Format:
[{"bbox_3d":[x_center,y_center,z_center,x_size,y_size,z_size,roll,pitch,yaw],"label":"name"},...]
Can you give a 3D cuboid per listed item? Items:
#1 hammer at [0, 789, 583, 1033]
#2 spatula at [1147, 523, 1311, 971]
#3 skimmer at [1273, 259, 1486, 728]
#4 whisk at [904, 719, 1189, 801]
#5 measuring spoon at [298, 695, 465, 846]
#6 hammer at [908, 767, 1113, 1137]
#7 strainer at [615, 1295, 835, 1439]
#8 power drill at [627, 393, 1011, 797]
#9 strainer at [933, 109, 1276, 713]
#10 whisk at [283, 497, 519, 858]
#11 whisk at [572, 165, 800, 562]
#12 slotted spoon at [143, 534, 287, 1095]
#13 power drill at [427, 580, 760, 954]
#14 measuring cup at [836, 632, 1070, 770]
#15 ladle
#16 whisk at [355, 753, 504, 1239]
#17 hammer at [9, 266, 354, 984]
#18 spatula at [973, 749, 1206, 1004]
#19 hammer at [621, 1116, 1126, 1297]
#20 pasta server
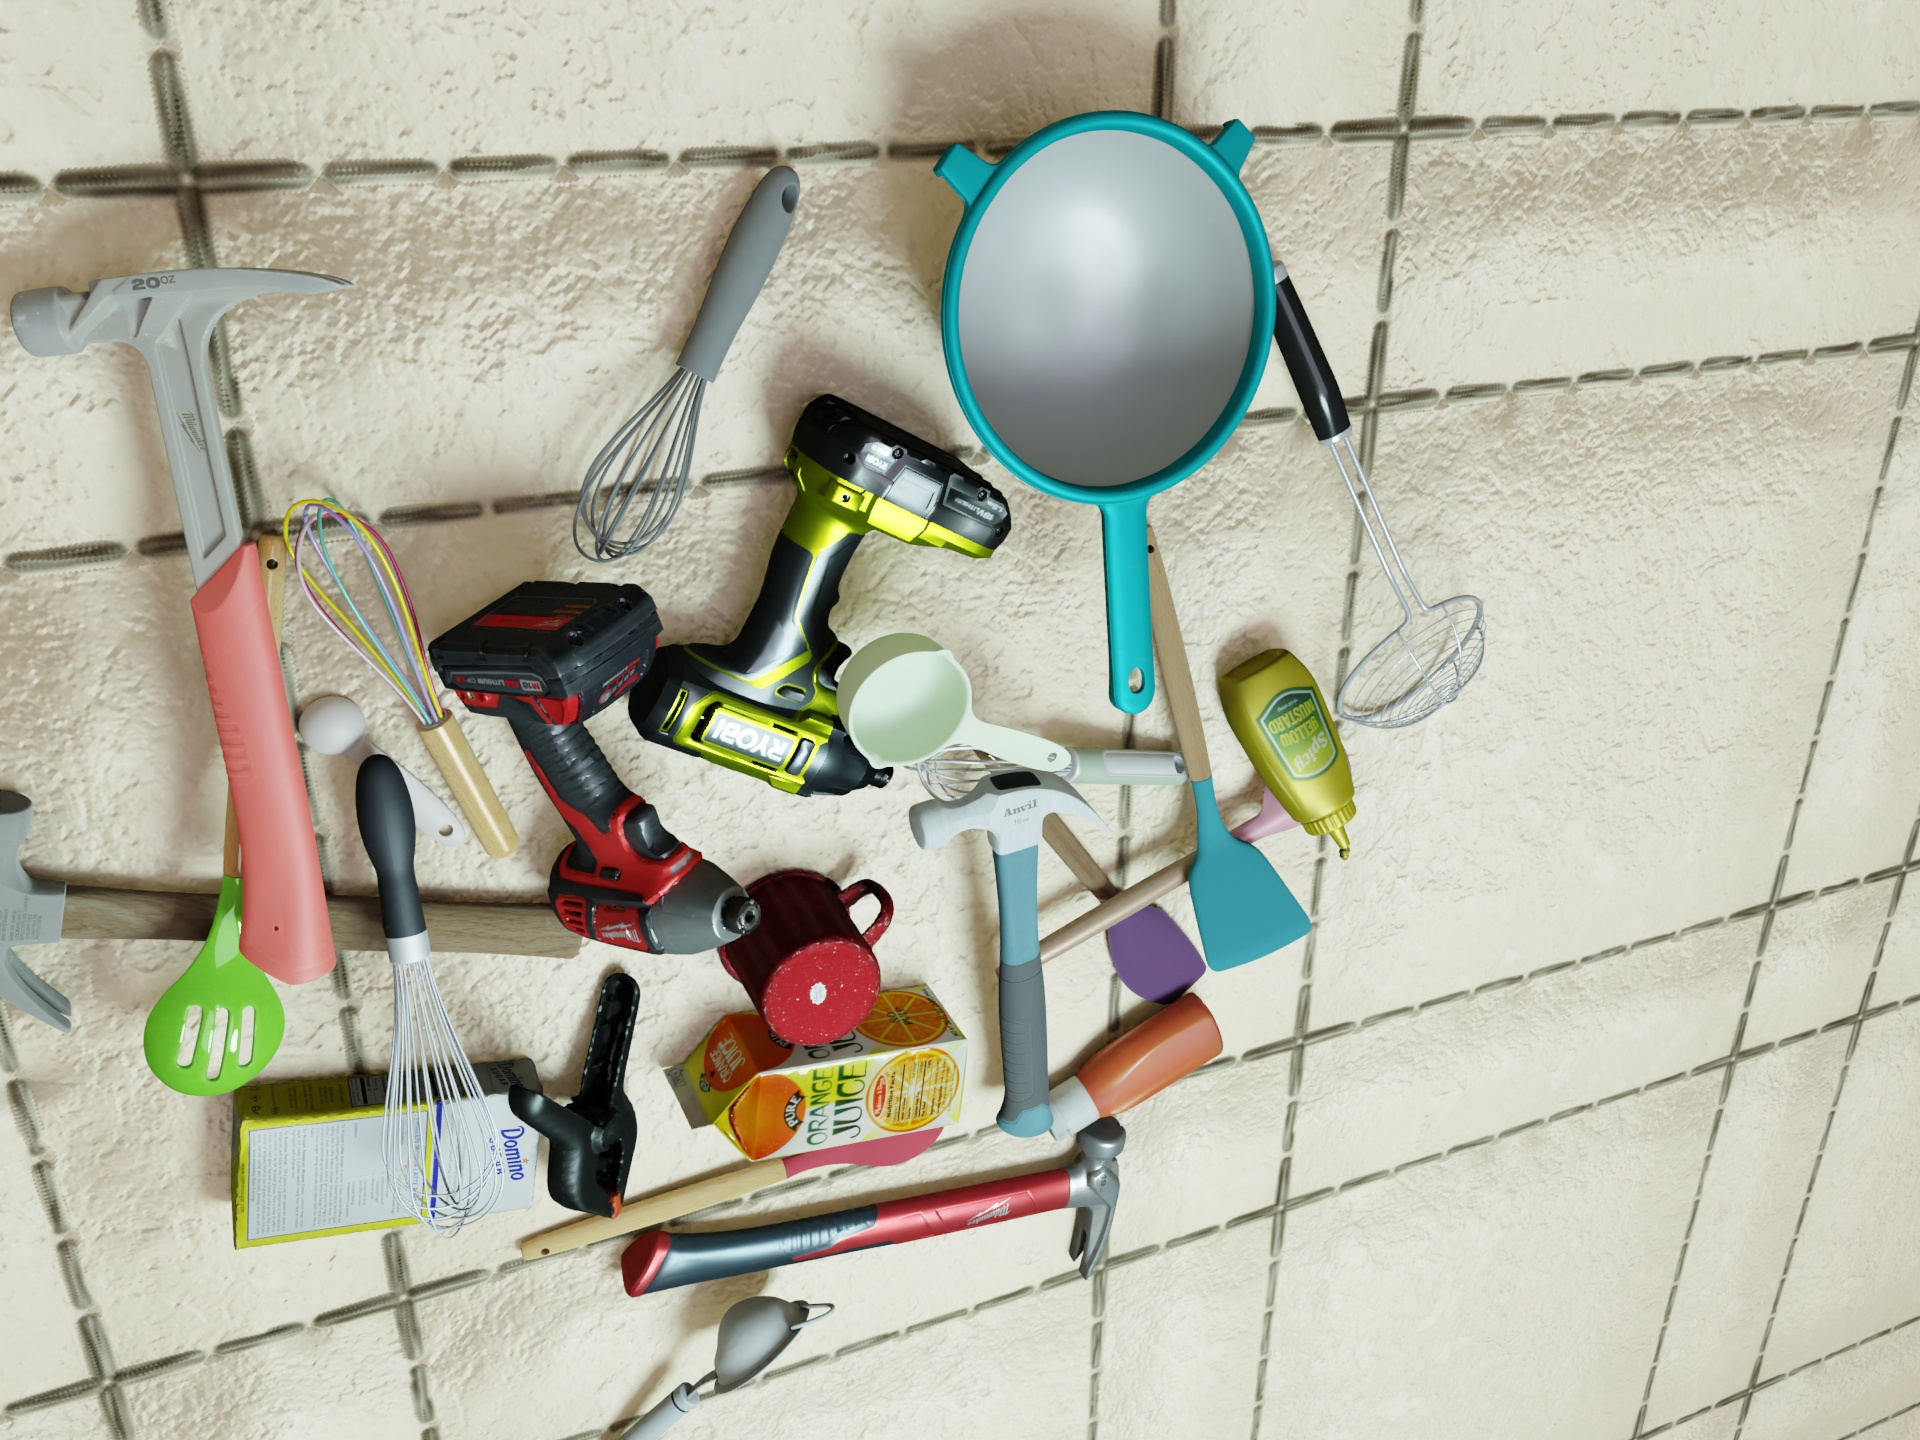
[{"bbox_3d":[-0.380,0.116,0.905,0.331,0.031,0.130,7,110,-28],"label":"hammer"},{"bbox_3d":[0.165,0.018,1.086,0.082,0.044,0.317,-21,110,-11],"label":"spatula"},{"bbox_3d":[0.265,-0.146,1.092,0.127,0.090,0.363,-32,113,-5],"label":"skimmer"},{"bbox_3d":[0.065,0.029,1.054,0.246,0.059,0.058,3,72,-39],"label":"whisk"},{"bbox_3d":[-0.323,0.035,0.901,0.034,0.018,0.124,-40,124,-4],"label":"measuring spoon"},{"bbox_3d":[0.039,0.168,1.074,0.128,0.033,0.330,-17,129,-17],"label":"hammer"},{"bbox_3d":[-0.194,0.481,1.142,0.050,0.087,0.258,45,105,-3],"label":"strainer"},{"bbox_3d":[-0.073,-0.063,0.944,0.171,0.080,0.223,22,106,-32],"label":"power drill"},{"bbox_3d":[0.075,-0.175,0.934,0.211,0.095,0.340,-14,111,-22],"label":"strainer"},{"bbox_3d":[-0.303,-0.018,0.876,0.047,0.051,0.244,-21,126,-6],"label":"whisk"},{"bbox_3d":[-0.147,-0.192,0.866,0.055,0.055,0.239,23,97,-32],"label":"whisk"},{"bbox_3d":[-0.384,0.057,0.847,0.070,0.031,0.313,5,99,-31],"label":"slotted spoon"},{"bbox_3d":[-0.194,0.036,0.887,0.078,0.143,0.219,-44,128,-42],"label":"power drill"},{"bbox_3d":[-0.002,-0.003,0.950,0.167,0.038,0.083,19,110,-37],"label":"measuring cup"},{"bbox_3d":[-0.149,0.321,1.116,0.315,0.031,0.069,-14,118,-17],"label":"ladle"},{"bbox_3d":[-0.307,0.158,0.899,0.070,0.070,0.284,-10,101,-21],"label":"whisk"},{"bbox_3d":[-0.350,-0.039,0.792,0.149,0.037,0.359,-6,107,-5],"label":"hammer"},{"bbox_3d":[0.090,0.110,1.135,0.060,0.018,0.315,-41,125,-3],"label":"spatula"},{"bbox_3d":[-0.058,0.387,1.183,0.386,0.038,0.143,-3,116,-24],"label":"hammer"},{"bbox_3d":[0.160,0.103,1.147,0.316,0.040,0.060,-28,122,-13],"label":"pasta server"}]
